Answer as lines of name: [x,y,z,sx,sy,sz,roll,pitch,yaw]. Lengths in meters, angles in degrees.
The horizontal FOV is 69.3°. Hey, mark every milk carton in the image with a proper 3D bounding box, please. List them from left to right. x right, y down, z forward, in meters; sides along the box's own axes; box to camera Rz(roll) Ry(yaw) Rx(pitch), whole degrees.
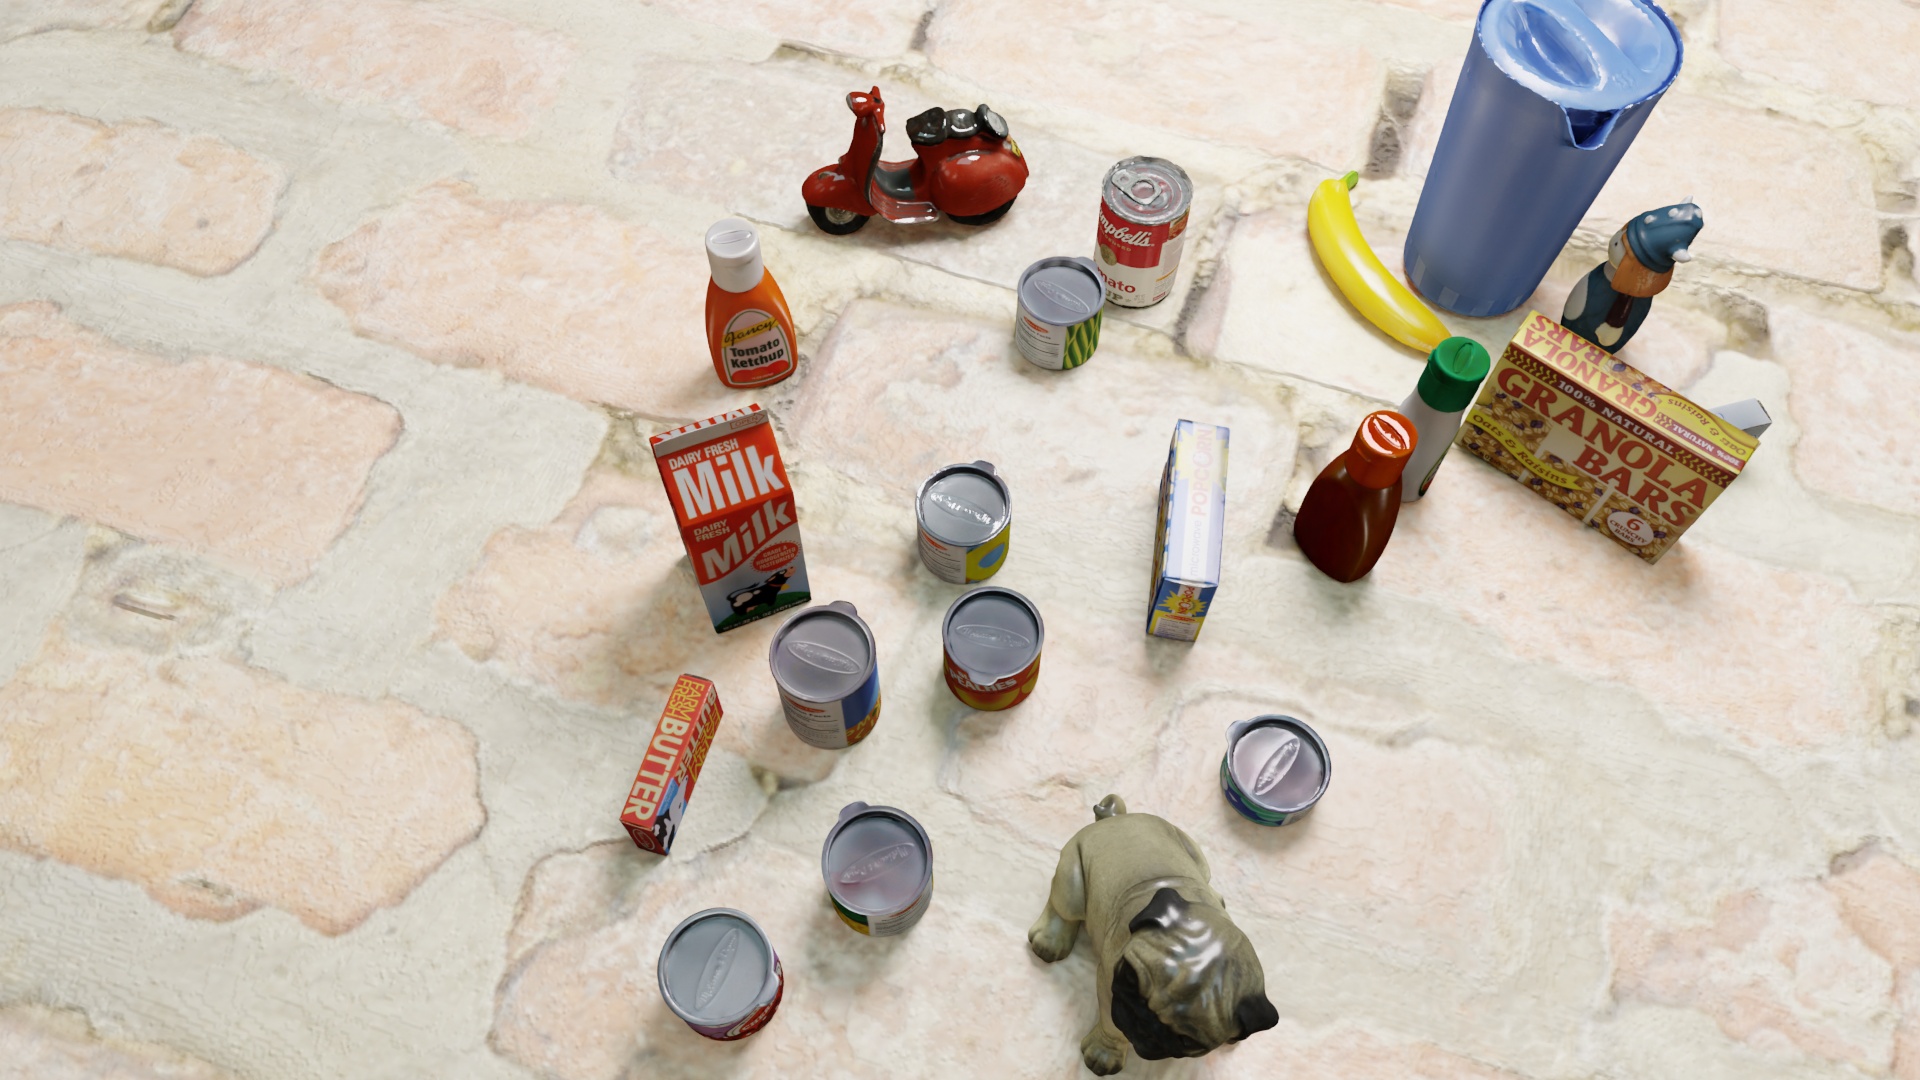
milk carton: [-0.147,-0.021,0.891,0.072,0.189,0.074,-20,63,-11]

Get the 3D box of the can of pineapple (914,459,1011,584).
can of pineapple: [0.003,-0.012,0.963,0.071,0.057,0.071,0,61,0]

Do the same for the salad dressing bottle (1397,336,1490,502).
salad dressing bottle: [0.321,-0.081,0.953,0.044,0.147,0.064,26,64,14]

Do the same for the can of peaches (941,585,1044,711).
can of peaches: [0.020,0.074,0.915,0.071,0.057,0.071,0,61,0]

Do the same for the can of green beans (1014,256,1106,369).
can of green beans: [0.075,-0.172,1.054,0.071,0.057,0.071,0,61,0]

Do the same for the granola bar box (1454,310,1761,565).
granola bar box: [0.439,-0.069,0.960,0.166,0.123,0.039,37,67,18]

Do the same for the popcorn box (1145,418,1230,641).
popcorn box: [0.154,-0.006,0.945,0.038,0.084,0.127,8,61,4]

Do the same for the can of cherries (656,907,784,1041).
can of cherries: [-0.137,0.256,0.811,0.071,0.058,0.072,0,61,0]

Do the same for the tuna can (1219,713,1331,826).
tuna can: [0.199,0.146,0.890,0.071,0.032,0.071,0,61,0]

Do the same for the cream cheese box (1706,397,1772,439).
cream cheese box: [0.522,-0.068,1.001,0.104,0.053,0.024,-14,62,-8]

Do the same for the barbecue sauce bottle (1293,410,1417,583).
barbecue sauce bottle: [0.265,-0.031,0.924,0.044,0.147,0.065,-30,65,-16]

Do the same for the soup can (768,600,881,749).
soup can: [-0.084,0.087,0.892,0.071,0.083,0.071,0,61,0]

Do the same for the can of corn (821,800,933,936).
can of corn: [-0.050,0.199,0.843,0.071,0.058,0.071,0,61,0]

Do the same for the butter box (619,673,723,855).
butter box: [-0.181,0.141,0.878,0.024,0.053,0.104,14,61,7]

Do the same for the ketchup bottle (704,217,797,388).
ketchup bottle: [-0.155,-0.169,0.999,0.065,0.148,0.044,-15,62,-8]
